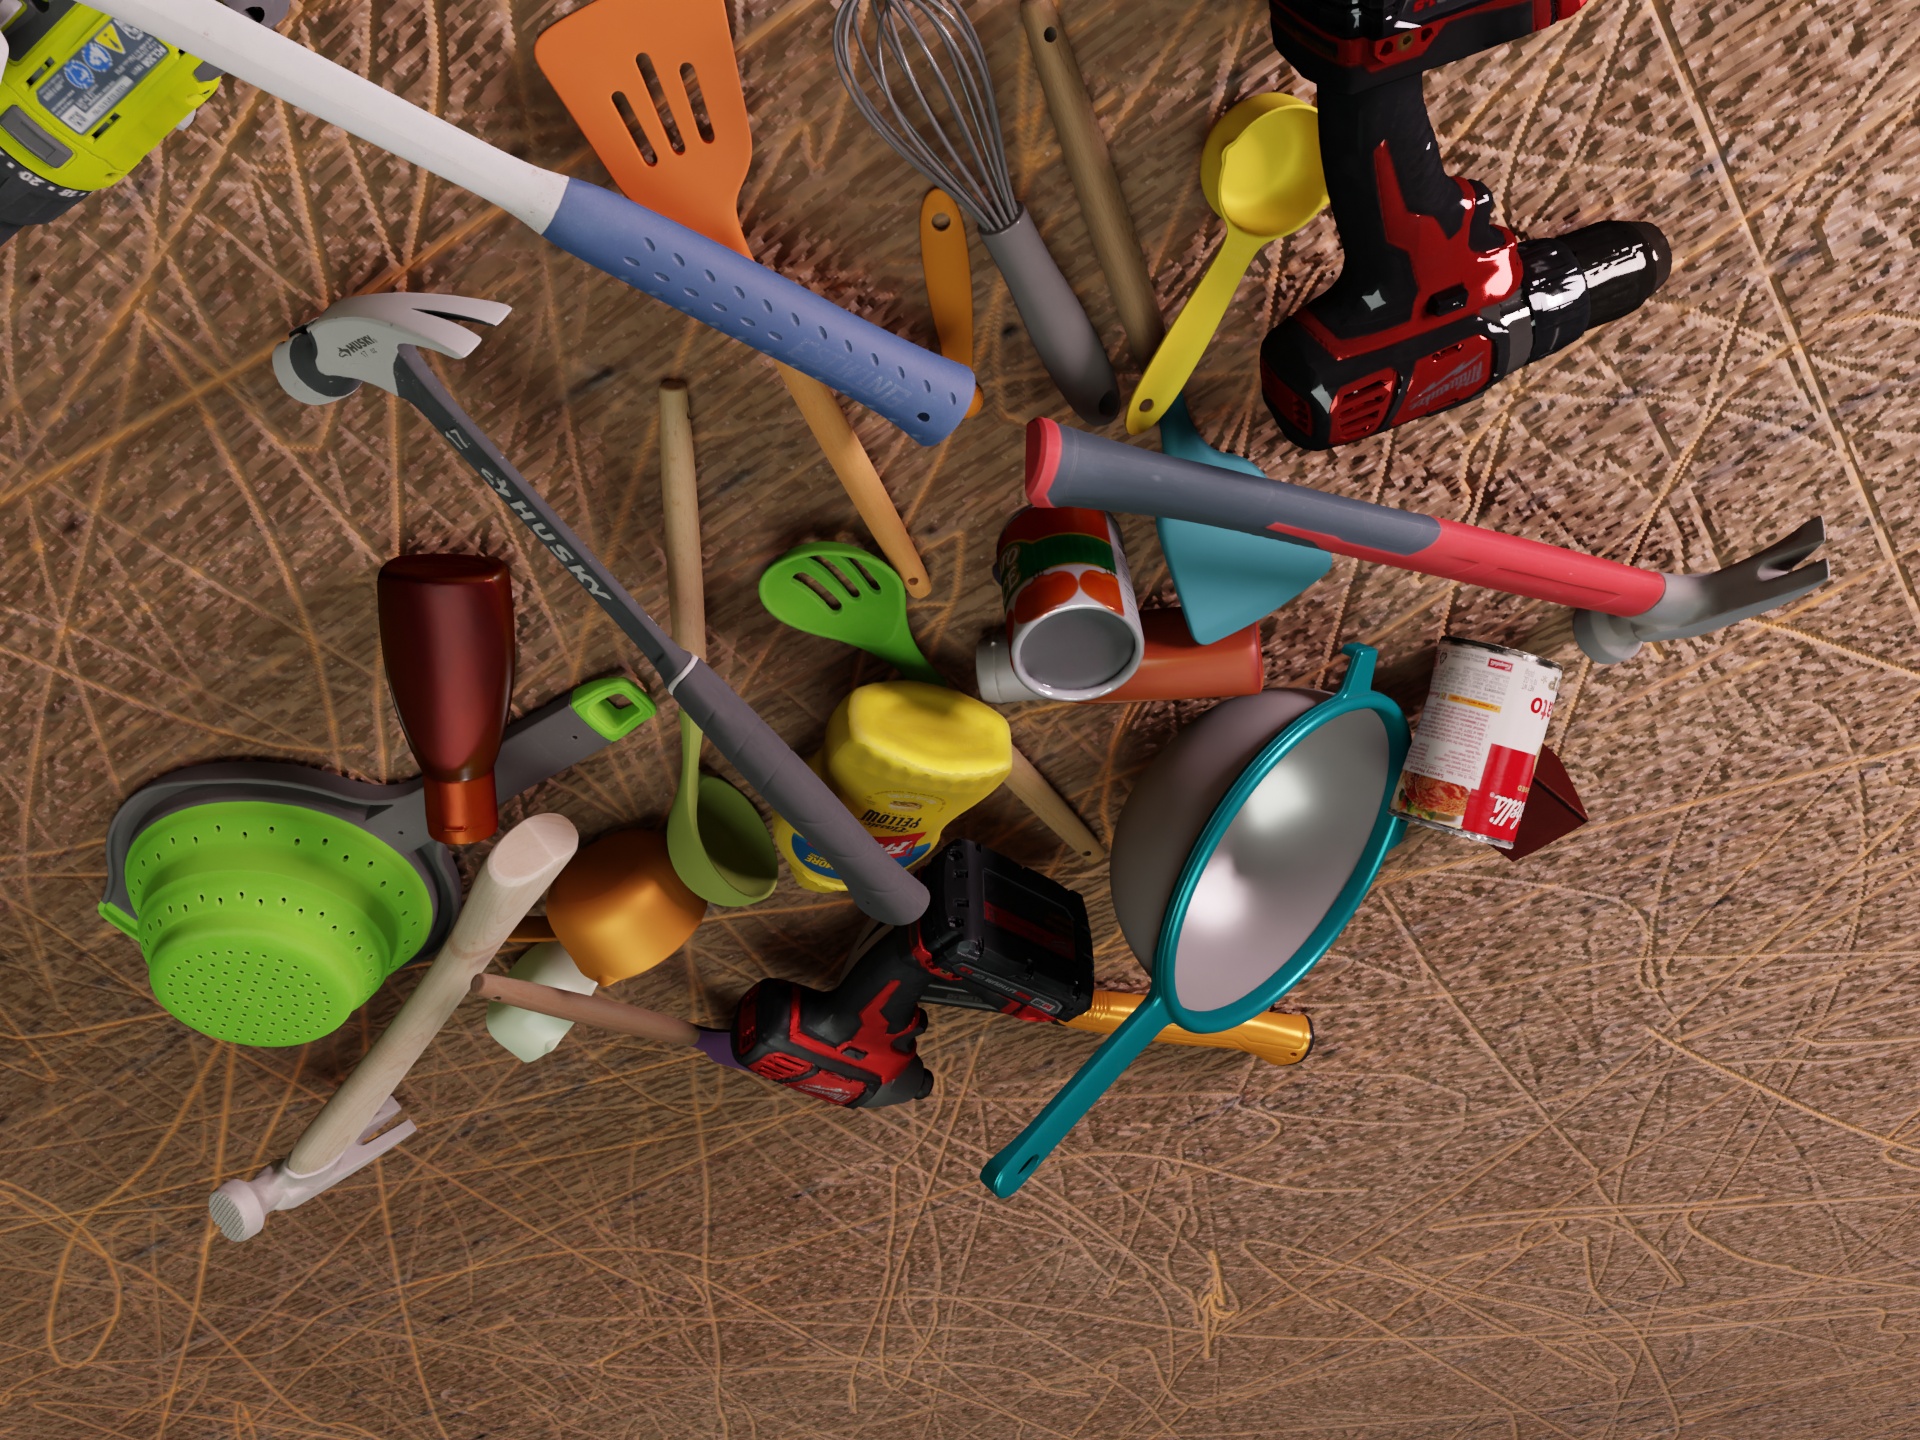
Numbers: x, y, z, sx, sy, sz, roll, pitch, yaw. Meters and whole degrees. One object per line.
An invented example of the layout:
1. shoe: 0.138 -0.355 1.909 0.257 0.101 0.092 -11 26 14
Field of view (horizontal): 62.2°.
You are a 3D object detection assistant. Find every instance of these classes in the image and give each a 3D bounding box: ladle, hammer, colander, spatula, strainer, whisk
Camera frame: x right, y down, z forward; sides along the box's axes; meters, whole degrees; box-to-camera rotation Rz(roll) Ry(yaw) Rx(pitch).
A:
1. ladle: -0.130 -0.029 0.835 0.062 0.078 0.319 2 127 -2
2. hammer: -0.162 -0.205 0.606 0.405 0.035 0.144 21 130 -32
3. colander: -0.337 0.091 0.906 0.397 0.095 0.204 -26 130 20
4. spatula: -0.187 0.196 1.014 0.060 0.018 0.315 -31 147 21
5. hammer: -0.139 -0.036 0.753 0.149 0.036 0.408 -1 137 47
6. strainer: 0.108 0.106 0.873 0.340 0.095 0.210 -45 142 -13
7. spatula: 0.090 -0.173 0.717 0.082 0.044 0.317 -31 130 -2
8. whisk: 0.016 -0.210 0.675 0.055 0.055 0.238 -22 136 16
9. hammer: 0.213 -0.090 0.739 0.386 0.038 0.143 9 163 -21
10. hammer: 0.087 0.191 1.077 0.336 0.034 0.127 10 134 -14
11. hammer: -0.328 0.184 0.974 0.038 0.146 0.410 49 124 9
12. spatula: -0.077 -0.172 0.722 0.081 0.041 0.322 -18 137 12

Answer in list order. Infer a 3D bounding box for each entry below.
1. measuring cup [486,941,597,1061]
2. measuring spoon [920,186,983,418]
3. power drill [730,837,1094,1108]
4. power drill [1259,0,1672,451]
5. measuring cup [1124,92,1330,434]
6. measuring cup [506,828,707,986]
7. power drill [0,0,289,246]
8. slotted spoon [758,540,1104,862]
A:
1. measuring cup: -0.236 0.143 0.995 0.038 0.083 0.167 40 105 -21
2. measuring spoon: -0.004 -0.185 0.720 0.021 0.011 0.116 -6 134 2
3. power drill: -0.026 0.172 0.974 0.143 0.079 0.219 29 130 -29
4. power drill: 0.209 -0.227 0.638 0.188 0.080 0.226 -22 137 -7
5. measuring cup: 0.107 -0.196 0.689 0.062 0.029 0.156 9 126 -31
6. measuring cup: -0.235 0.108 0.954 0.174 0.095 0.052 -5 126 29
7. power drill: -0.385 -0.282 0.555 0.190 0.080 0.228 -29 132 21
8. slotted spoon: -0.001 -0.003 0.888 0.070 0.031 0.313 -22 134 25
